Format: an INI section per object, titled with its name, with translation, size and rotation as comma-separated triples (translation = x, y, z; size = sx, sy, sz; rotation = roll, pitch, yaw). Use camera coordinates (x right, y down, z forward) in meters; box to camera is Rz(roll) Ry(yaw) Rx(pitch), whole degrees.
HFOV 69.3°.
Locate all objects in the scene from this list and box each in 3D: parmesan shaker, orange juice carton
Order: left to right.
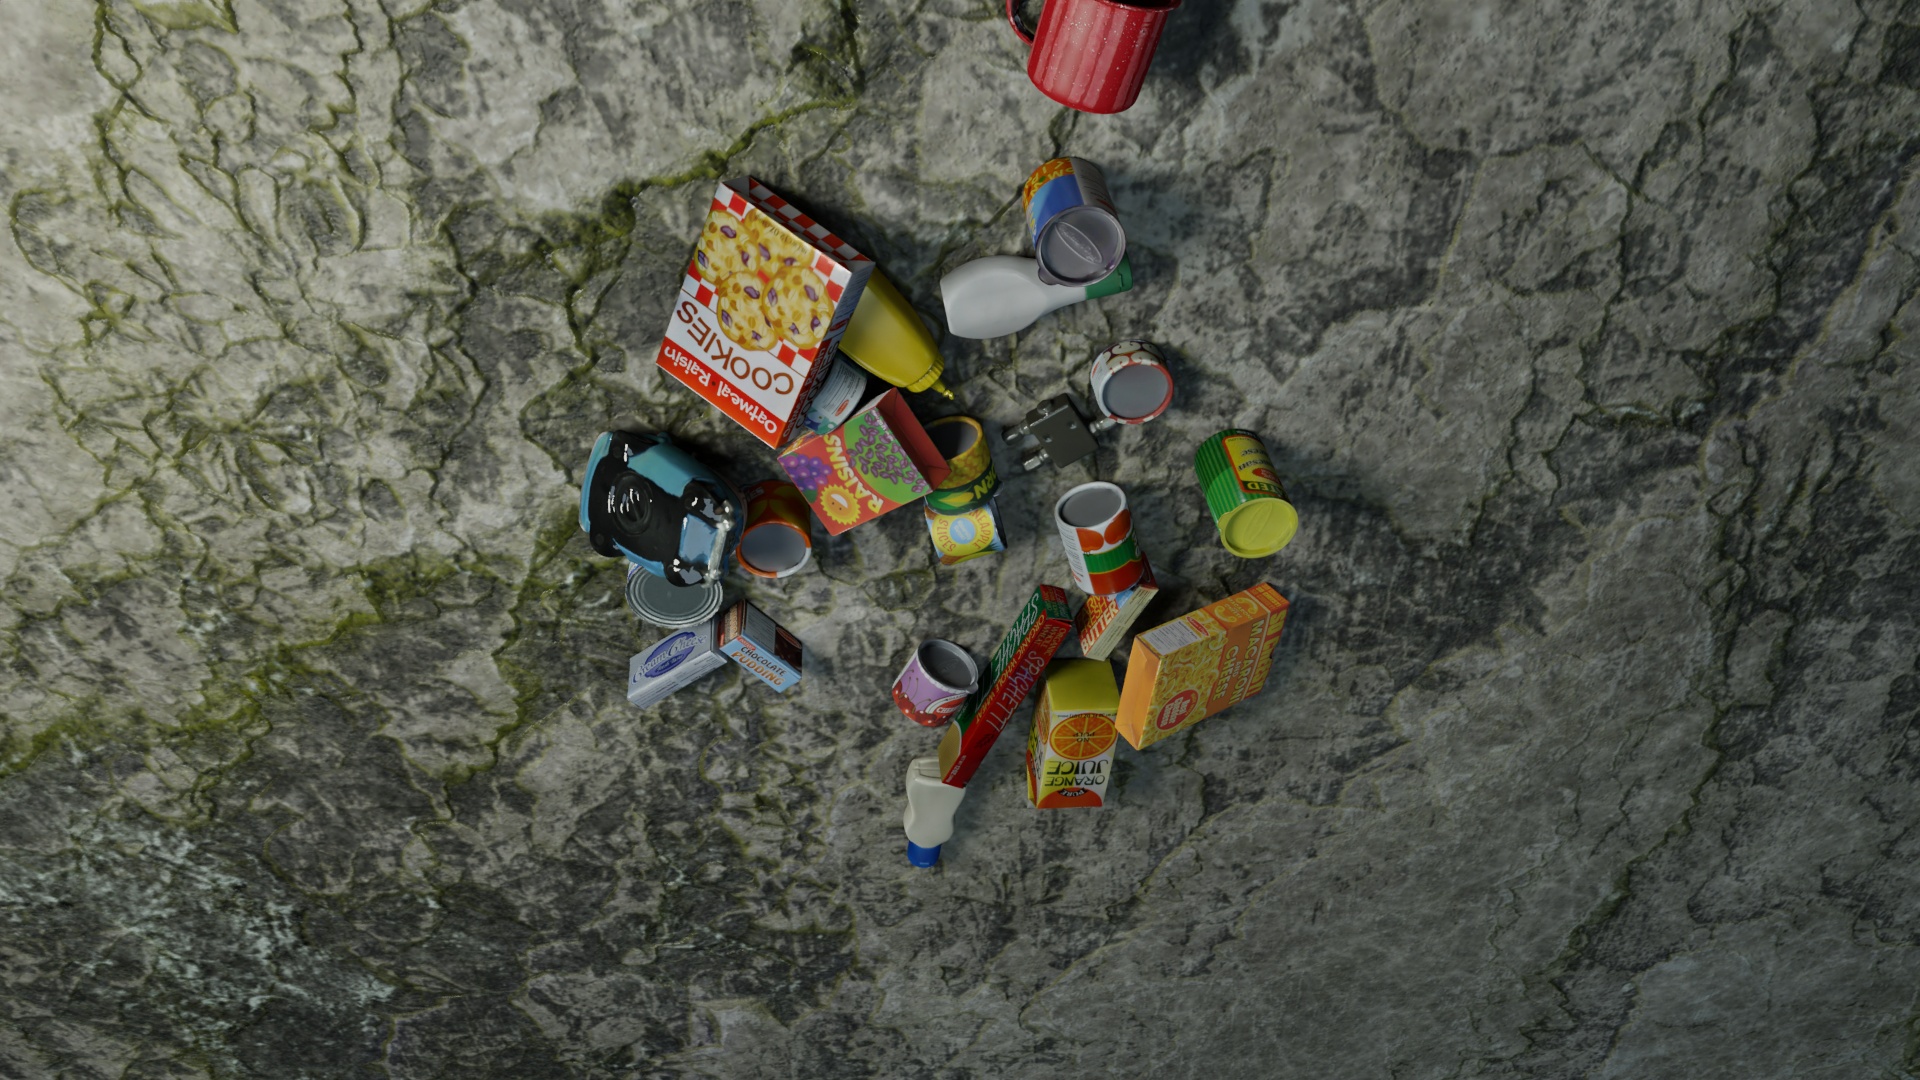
[orange juice carton]
translation = 0.112, 0.213, 1.424
size = 0.072, 0.073, 0.191
rotation = -1, 130, -8
[parmesan shaker]
translation = 0.244, -0.043, 1.208
size = 0.071, 0.103, 0.071
rotation = -4, 130, -5

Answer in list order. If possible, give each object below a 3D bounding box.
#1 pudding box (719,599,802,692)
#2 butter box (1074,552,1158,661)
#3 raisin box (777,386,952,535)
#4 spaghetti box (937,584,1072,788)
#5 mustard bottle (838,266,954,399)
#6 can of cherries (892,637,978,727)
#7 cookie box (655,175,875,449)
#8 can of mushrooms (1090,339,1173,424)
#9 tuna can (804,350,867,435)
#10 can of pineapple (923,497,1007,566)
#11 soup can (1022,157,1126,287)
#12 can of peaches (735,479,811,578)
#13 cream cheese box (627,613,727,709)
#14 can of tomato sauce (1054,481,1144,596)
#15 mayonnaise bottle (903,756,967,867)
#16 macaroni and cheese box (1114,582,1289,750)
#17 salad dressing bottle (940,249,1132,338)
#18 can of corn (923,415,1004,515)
[pudding box]
translation = -0.186, 0.100, 1.305
size = 0.030, 0.050, 0.083
rotation = -33, 126, 21
[butter box]
translation = 0.146, 0.062, 1.316
size = 0.024, 0.053, 0.103
rotation = 16, 126, -23
[raisin box]
translation = -0.081, -0.064, 1.148
size = 0.123, 0.040, 0.086
rotation = -23, 109, 38
[spaghetti box]
translation = 0.040, 0.147, 1.375
size = 0.029, 0.050, 0.248
rotation = 15, 126, -21
[mustard bottle]
translation = -0.059, -0.162, 1.104
size = 0.065, 0.049, 0.160
rotation = -34, 127, 20
[can of cherries]
translation = -0.024, 0.140, 1.347
size = 0.071, 0.072, 0.058
rotation = 19, 125, -22
[cookie box]
translation = -0.150, -0.170, 1.052
size = 0.123, 0.040, 0.166
rotation = 36, 124, 10
[can of mushrooms]
translation = 0.147, -0.133, 1.166
size = 0.071, 0.033, 0.070
rotation = -4, 129, -4
[tuna can]
translation = -0.110, -0.121, 1.122
size = 0.071, 0.071, 0.033
rotation = -40, 123, 23
[can of pineapple]
translation = 0.004, -0.015, 1.222
size = 0.058, 0.071, 0.070
rotation = -17, 130, 7
[soup can]
translation = 0.081, -0.237, 1.037
size = 0.071, 0.084, 0.071
rotation = -4, 130, -4
[can of peaches]
translation = -0.165, -0.011, 1.210
size = 0.071, 0.058, 0.070
rotation = -4, 131, -5
[cream cheese box]
translation = -0.266, 0.113, 1.303
size = 0.103, 0.053, 0.024
rotation = -29, 129, 17
[can of tomato sauce]
translation = 0.127, -0.003, 1.251
size = 0.071, 0.071, 0.082
rotation = -16, 129, 6
[mayonnaise bottle]
translation = -0.032, 0.294, 1.495
size = 0.065, 0.041, 0.147
rotation = 3, 130, -8
[macaroni and cheese box]
translation = 0.233, 0.121, 1.338
size = 0.167, 0.040, 0.123
rotation = -19, 135, -29
[salad dressing bottle]
translation = 0.060, -0.199, 1.093
size = 0.148, 0.044, 0.064
rotation = -12, 128, 1
[can of corn]
translation = -0.003, -0.064, 1.180
size = 0.071, 0.071, 0.058
rotation = -14, 130, 4
